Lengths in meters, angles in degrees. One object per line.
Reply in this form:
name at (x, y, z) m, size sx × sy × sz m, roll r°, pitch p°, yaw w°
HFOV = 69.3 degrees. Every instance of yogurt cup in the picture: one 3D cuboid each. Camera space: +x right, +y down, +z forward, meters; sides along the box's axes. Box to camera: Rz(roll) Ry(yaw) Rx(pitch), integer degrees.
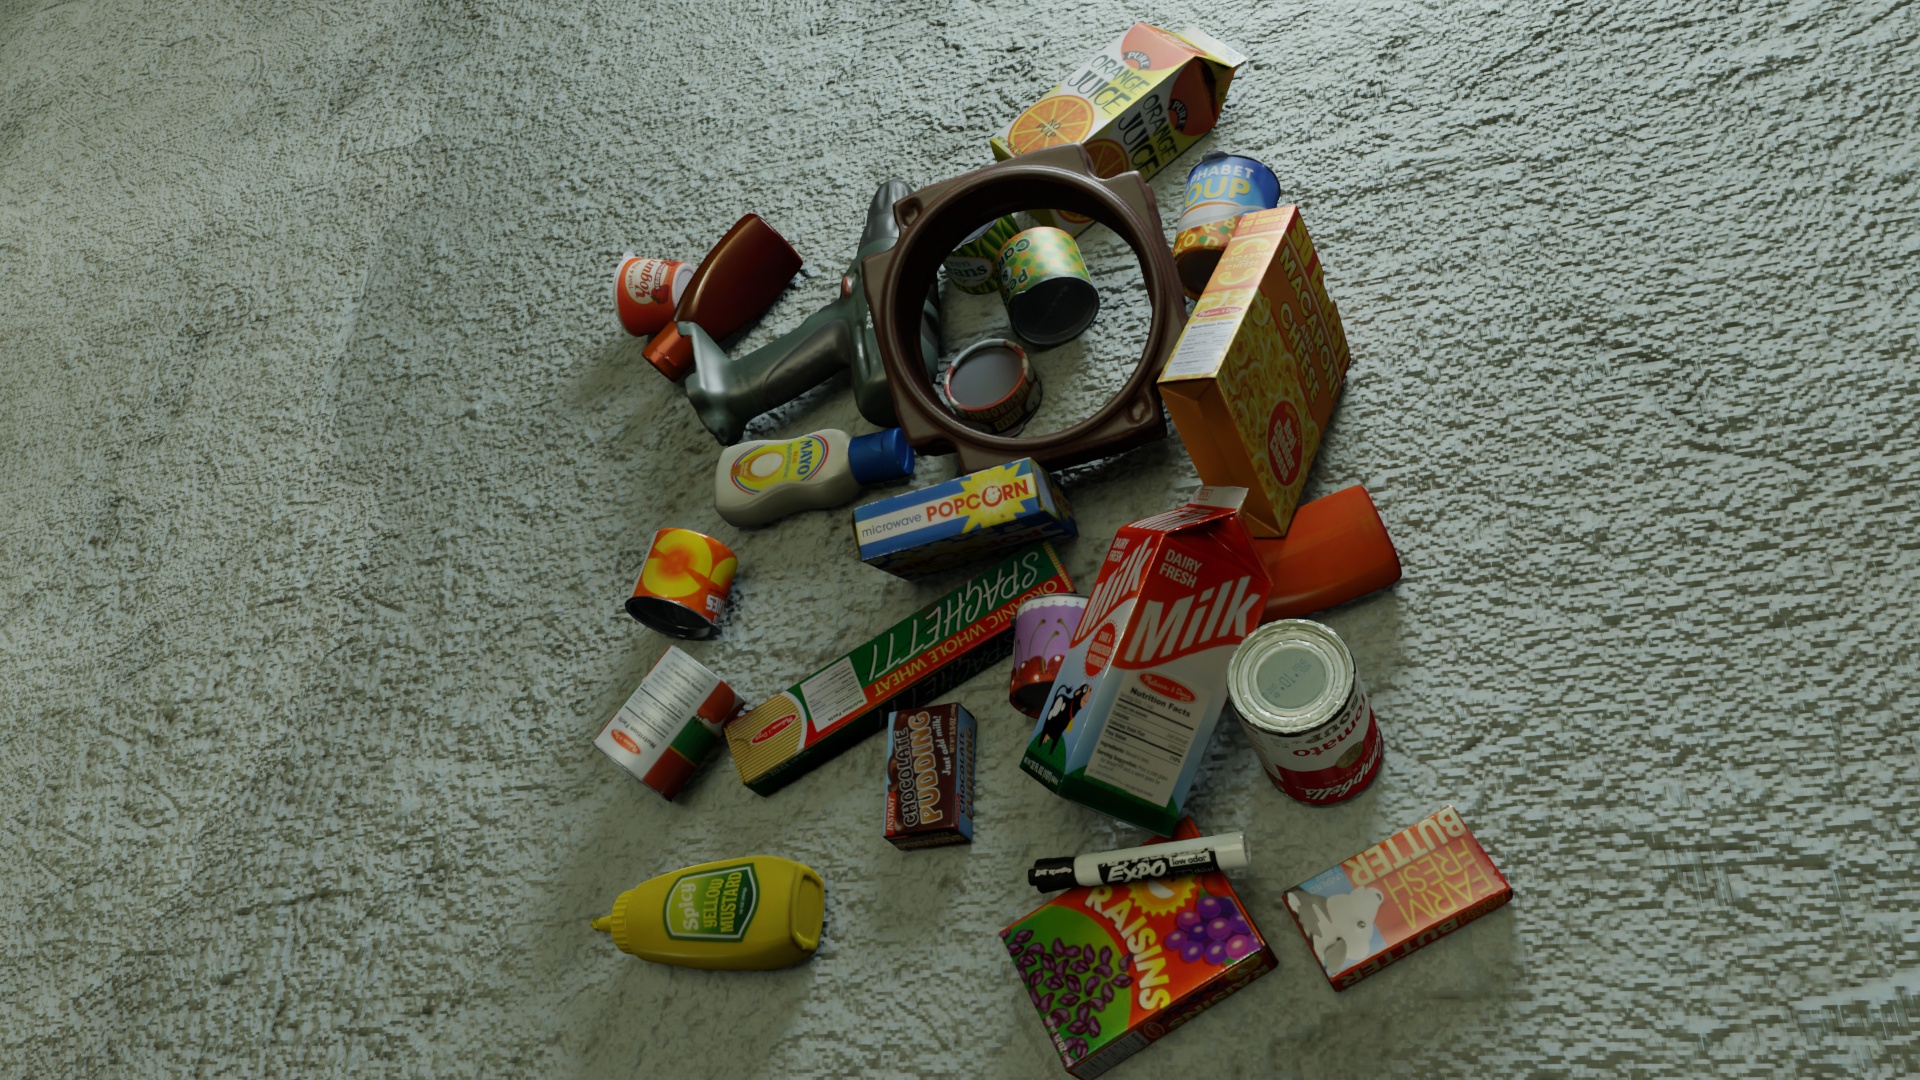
yogurt cup at (-0.254, -0.207, 1.177) m, size 0.054 × 0.072 × 0.073 m, roll 1°, pitch 60°, yaw 17°

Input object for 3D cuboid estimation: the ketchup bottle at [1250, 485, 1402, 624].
ketchup bottle at (0.182, 0.021, 0.831) m, size 0.149 × 0.043 × 0.065 m, roll -22°, pitch 50°, yaw 11°

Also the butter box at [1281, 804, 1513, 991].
butter box at (0.225, 0.184, 0.717) m, size 0.103 × 0.024 × 0.053 m, roll -29°, pitch 51°, yaw 5°

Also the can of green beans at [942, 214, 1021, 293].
can of green beans at (0.012, -0.233, 1.069) m, size 0.071 × 0.057 × 0.071 m, roll -12°, pitch 55°, yaw 18°

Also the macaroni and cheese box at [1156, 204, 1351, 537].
macaroni and cheese box at (0.183, -0.103, 0.837) m, size 0.040 × 0.123 × 0.167 m, roll -1°, pitch 44°, yaw 37°

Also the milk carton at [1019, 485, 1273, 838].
milk carton at (0.109, 0.057, 0.770) m, size 0.190 × 0.073 × 0.072 m, roll -67°, pitch 14°, yaw -3°

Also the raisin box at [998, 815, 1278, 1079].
raisin box at (0.095, 0.219, 0.747) m, size 0.123 × 0.040 × 0.086 m, roll -32°, pitch 50°, yaw 2°

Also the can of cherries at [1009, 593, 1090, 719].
can of cherries at (0.062, 0.073, 0.842) m, size 0.071 × 0.071 × 0.058 m, roll -7°, pitch 58°, yaw 22°

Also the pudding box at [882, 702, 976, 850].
pudding box at (-0.019, 0.145, 0.855) m, size 0.049 × 0.030 × 0.084 m, roll -11°, pitch 55°, yaw 20°

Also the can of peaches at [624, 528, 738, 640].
can of peaches at (-0.196, 0.032, 0.992) m, size 0.071 × 0.071 × 0.058 m, roll 0°, pitch 59°, yaw 26°

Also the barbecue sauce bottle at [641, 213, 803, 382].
barbecue sauce bottle at (-0.200, -0.196, 1.144) m, size 0.149 × 0.064 × 0.044 m, roll -50°, pitch 28°, yaw -7°

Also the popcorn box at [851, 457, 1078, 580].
popcorn box at (0.003, -0.011, 0.908) m, size 0.126 × 0.085 × 0.038 m, roll -15°, pitch 74°, yaw 16°

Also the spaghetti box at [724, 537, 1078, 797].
spaghetti box at (-0.037, 0.083, 0.905) m, size 0.250 × 0.028 × 0.050 m, roll -31°, pitch 51°, yaw 4°

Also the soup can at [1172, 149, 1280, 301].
soup can at (0.183, -0.218, 0.970) m, size 0.071 × 0.071 × 0.084 m, roll 2°, pitch 61°, yaw 26°

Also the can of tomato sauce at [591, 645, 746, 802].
can of tomato sauce at (-0.194, 0.123, 0.932) m, size 0.071 × 0.071 × 0.083 m, roll 27°, pitch 73°, yaw 36°

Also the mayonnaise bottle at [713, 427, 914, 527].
mayonnaise bottle at (-0.108, -0.052, 1.018) m, size 0.148 × 0.041 × 0.065 m, roll -11°, pitch 56°, yaw 20°

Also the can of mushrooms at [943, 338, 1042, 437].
can of mushrooms at (0.024, -0.109, 0.999) m, size 0.071 × 0.033 × 0.071 m, roll -12°, pitch 54°, yaw 18°

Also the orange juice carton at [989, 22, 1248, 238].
orange juice carton at (0.125, -0.325, 1.067) m, size 0.193 × 0.072 × 0.072 m, roll -39°, pitch 51°, yaw -3°

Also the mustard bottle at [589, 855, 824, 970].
mustard bottle at (-0.164, 0.233, 0.854) m, size 0.160 × 0.048 × 0.065 m, roll -10°, pitch 54°, yaw 19°

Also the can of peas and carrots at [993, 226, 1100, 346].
can of peas and carrots at (0.059, -0.185, 1.008) m, size 0.071 × 0.070 × 0.059 m, roll -24°, pitch 52°, yaw 10°
